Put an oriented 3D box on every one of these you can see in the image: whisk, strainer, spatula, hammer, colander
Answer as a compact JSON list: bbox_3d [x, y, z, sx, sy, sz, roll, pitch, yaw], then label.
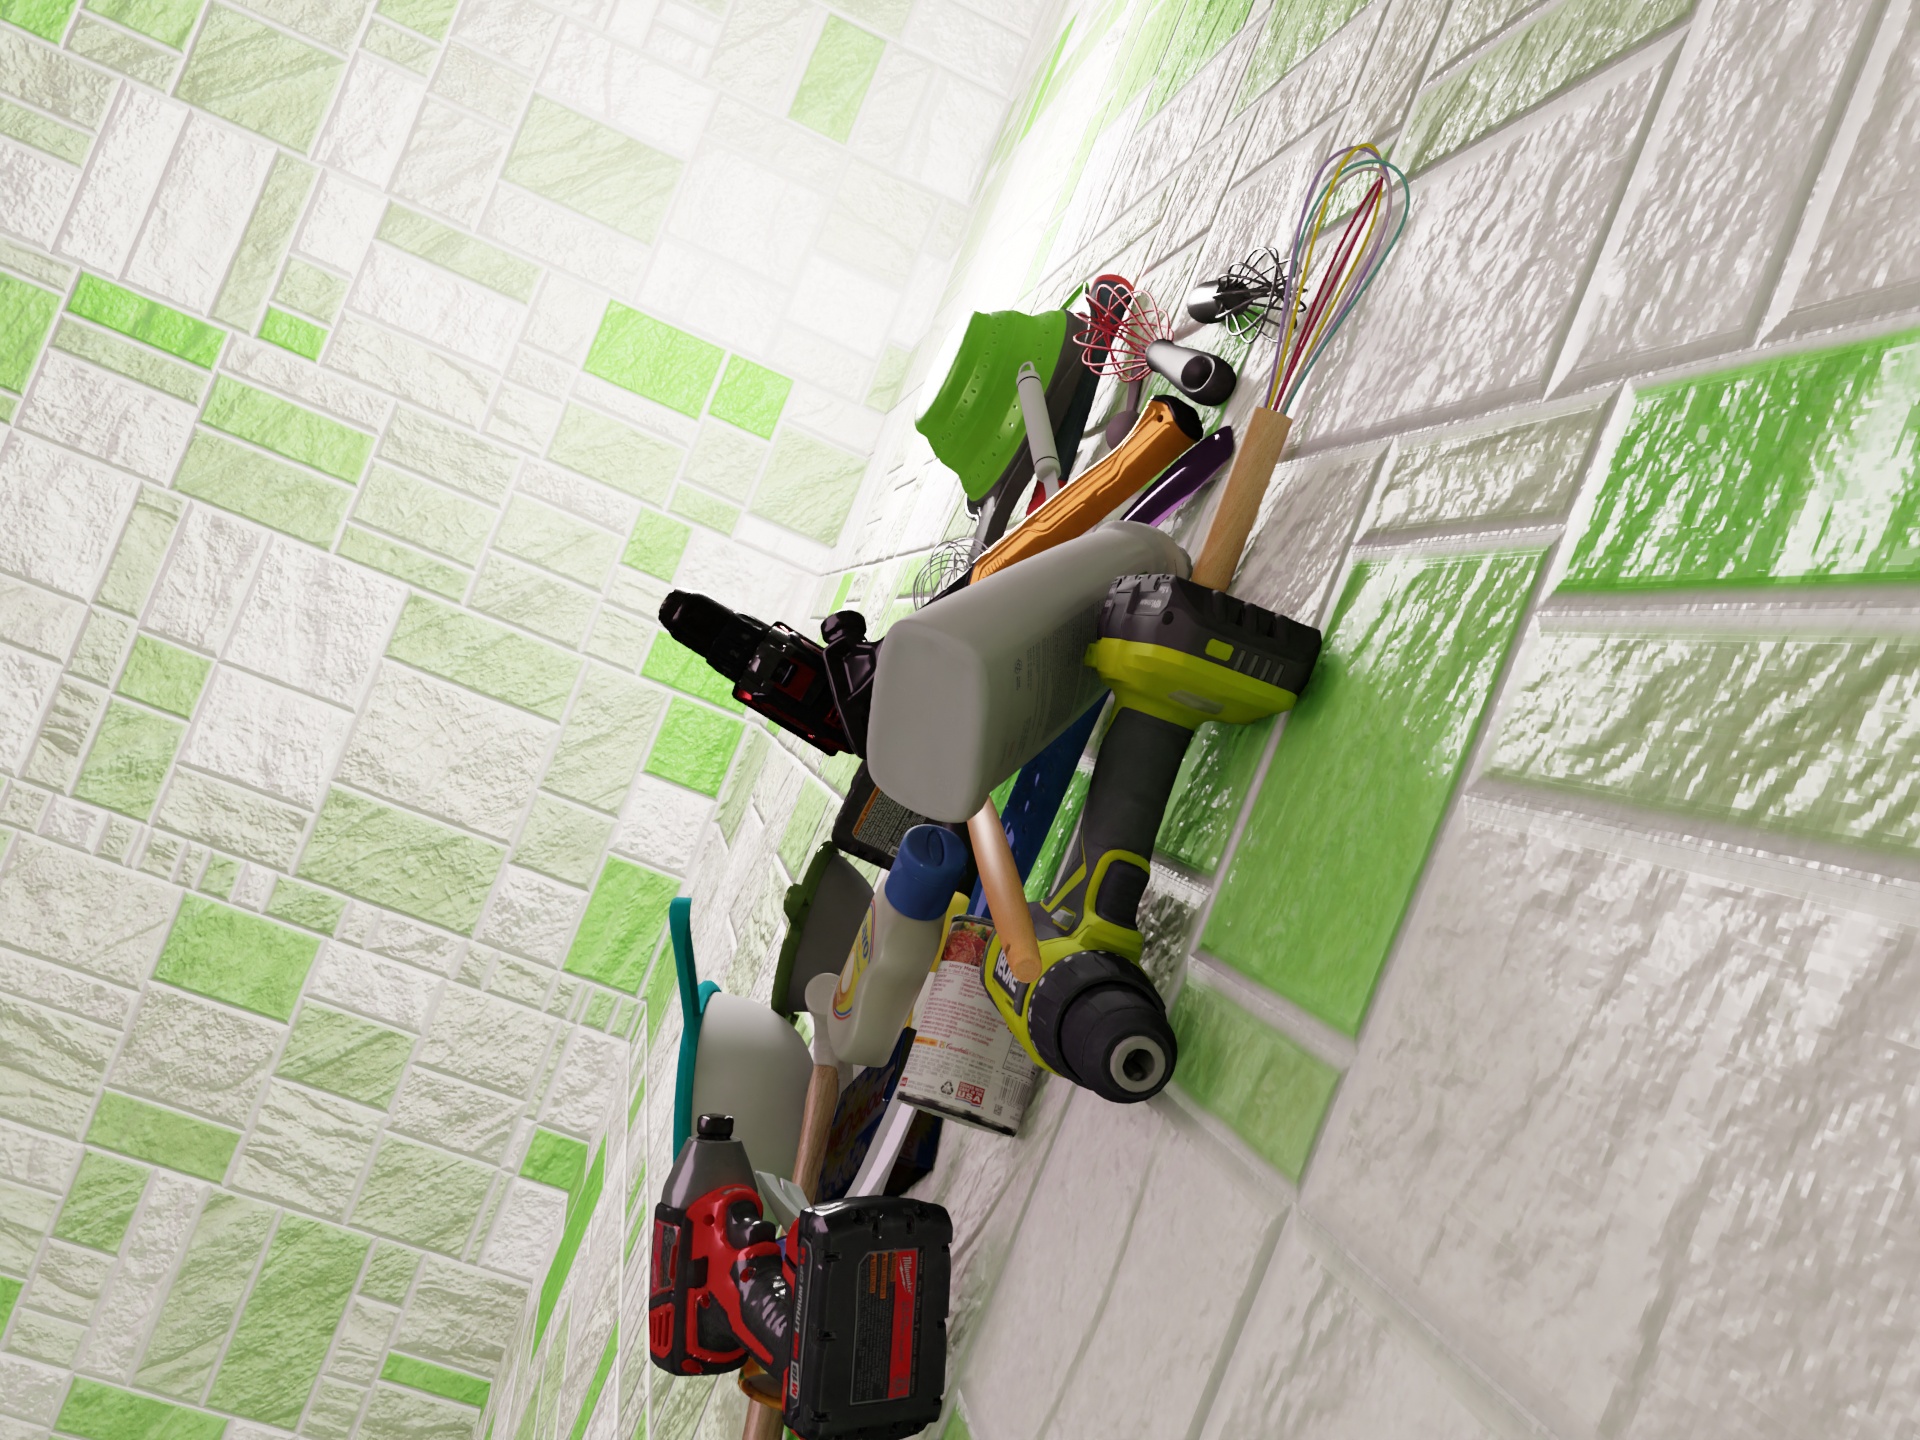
[{"bbox_3d":[0.135,-0.258,1.109,0.073,0.073,0.296,-64,18,16],"label":"whisk"},{"bbox_3d":[0.170,-0.259,0.984,0.239,0.055,0.055,-98,31,-77],"label":"whisk"},{"bbox_3d":[-0.156,0.256,1.181,0.211,0.095,0.340,-89,0,-51],"label":"strainer"},{"bbox_3d":[-0.099,0.165,1.248,0.256,0.069,0.151,97,-171,-75],"label":"strainer"},{"bbox_3d":[-0.001,-0.004,1.145,0.070,0.070,0.285,134,139,-61],"label":"whisk"},{"bbox_3d":[0.021,0.053,0.795,0.323,0.041,0.081,-106,35,-71],"label":"spatula"},{"bbox_3d":[0.176,-0.182,0.838,0.047,0.051,0.245,-19,-50,-78],"label":"whisk"},{"bbox_3d":[0.060,-0.079,1.028,0.316,0.018,0.060,-42,22,29],"label":"spatula"},{"bbox_3d":[0.031,-0.101,1.082,0.337,0.034,0.127,-37,54,30],"label":"hammer"},{"bbox_3d":[-0.110,0.348,1.076,0.130,0.031,0.332,88,-171,-58],"label":"hammer"},{"bbox_3d":[0.003,0.131,0.937,0.144,0.035,0.405,12,74,49],"label":"hammer"},{"bbox_3d":[0.081,-0.203,1.283,0.143,0.038,0.386,-34,35,67],"label":"hammer"},{"bbox_3d":[0.002,-0.203,1.298,0.204,0.094,0.397,-39,31,61],"label":"colander"},{"bbox_3d":[0.068,-0.179,1.172,0.087,0.050,0.259,-39,44,33],"label":"strainer"}]

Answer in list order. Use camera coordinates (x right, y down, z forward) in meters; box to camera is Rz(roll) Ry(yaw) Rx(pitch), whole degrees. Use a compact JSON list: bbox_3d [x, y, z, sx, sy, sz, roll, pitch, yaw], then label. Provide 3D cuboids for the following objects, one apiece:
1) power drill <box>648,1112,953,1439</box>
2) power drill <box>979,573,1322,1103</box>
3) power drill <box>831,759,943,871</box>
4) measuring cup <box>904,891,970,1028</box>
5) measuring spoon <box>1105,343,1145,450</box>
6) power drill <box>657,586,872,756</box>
[{"bbox_3d":[-0.099,0.294,0.855,0.220,0.078,0.143,-8,77,53],"label":"power drill"},{"bbox_3d":[0.082,0.054,0.724,0.190,0.080,0.228,-157,87,-79],"label":"power drill"},{"bbox_3d":[-0.046,0.025,1.352,0.171,0.080,0.223,-61,10,25],"label":"power drill"},{"bbox_3d":[-0.020,0.189,1.076,0.062,0.029,0.156,-116,38,-75],"label":"measuring cup"},{"bbox_3d":[0.126,-0.251,1.216,0.034,0.018,0.124,125,163,-48],"label":"measuring spoon"},{"bbox_3d":[-0.148,-0.040,1.286,0.080,0.188,0.226,-59,2,-2],"label":"power drill"}]
